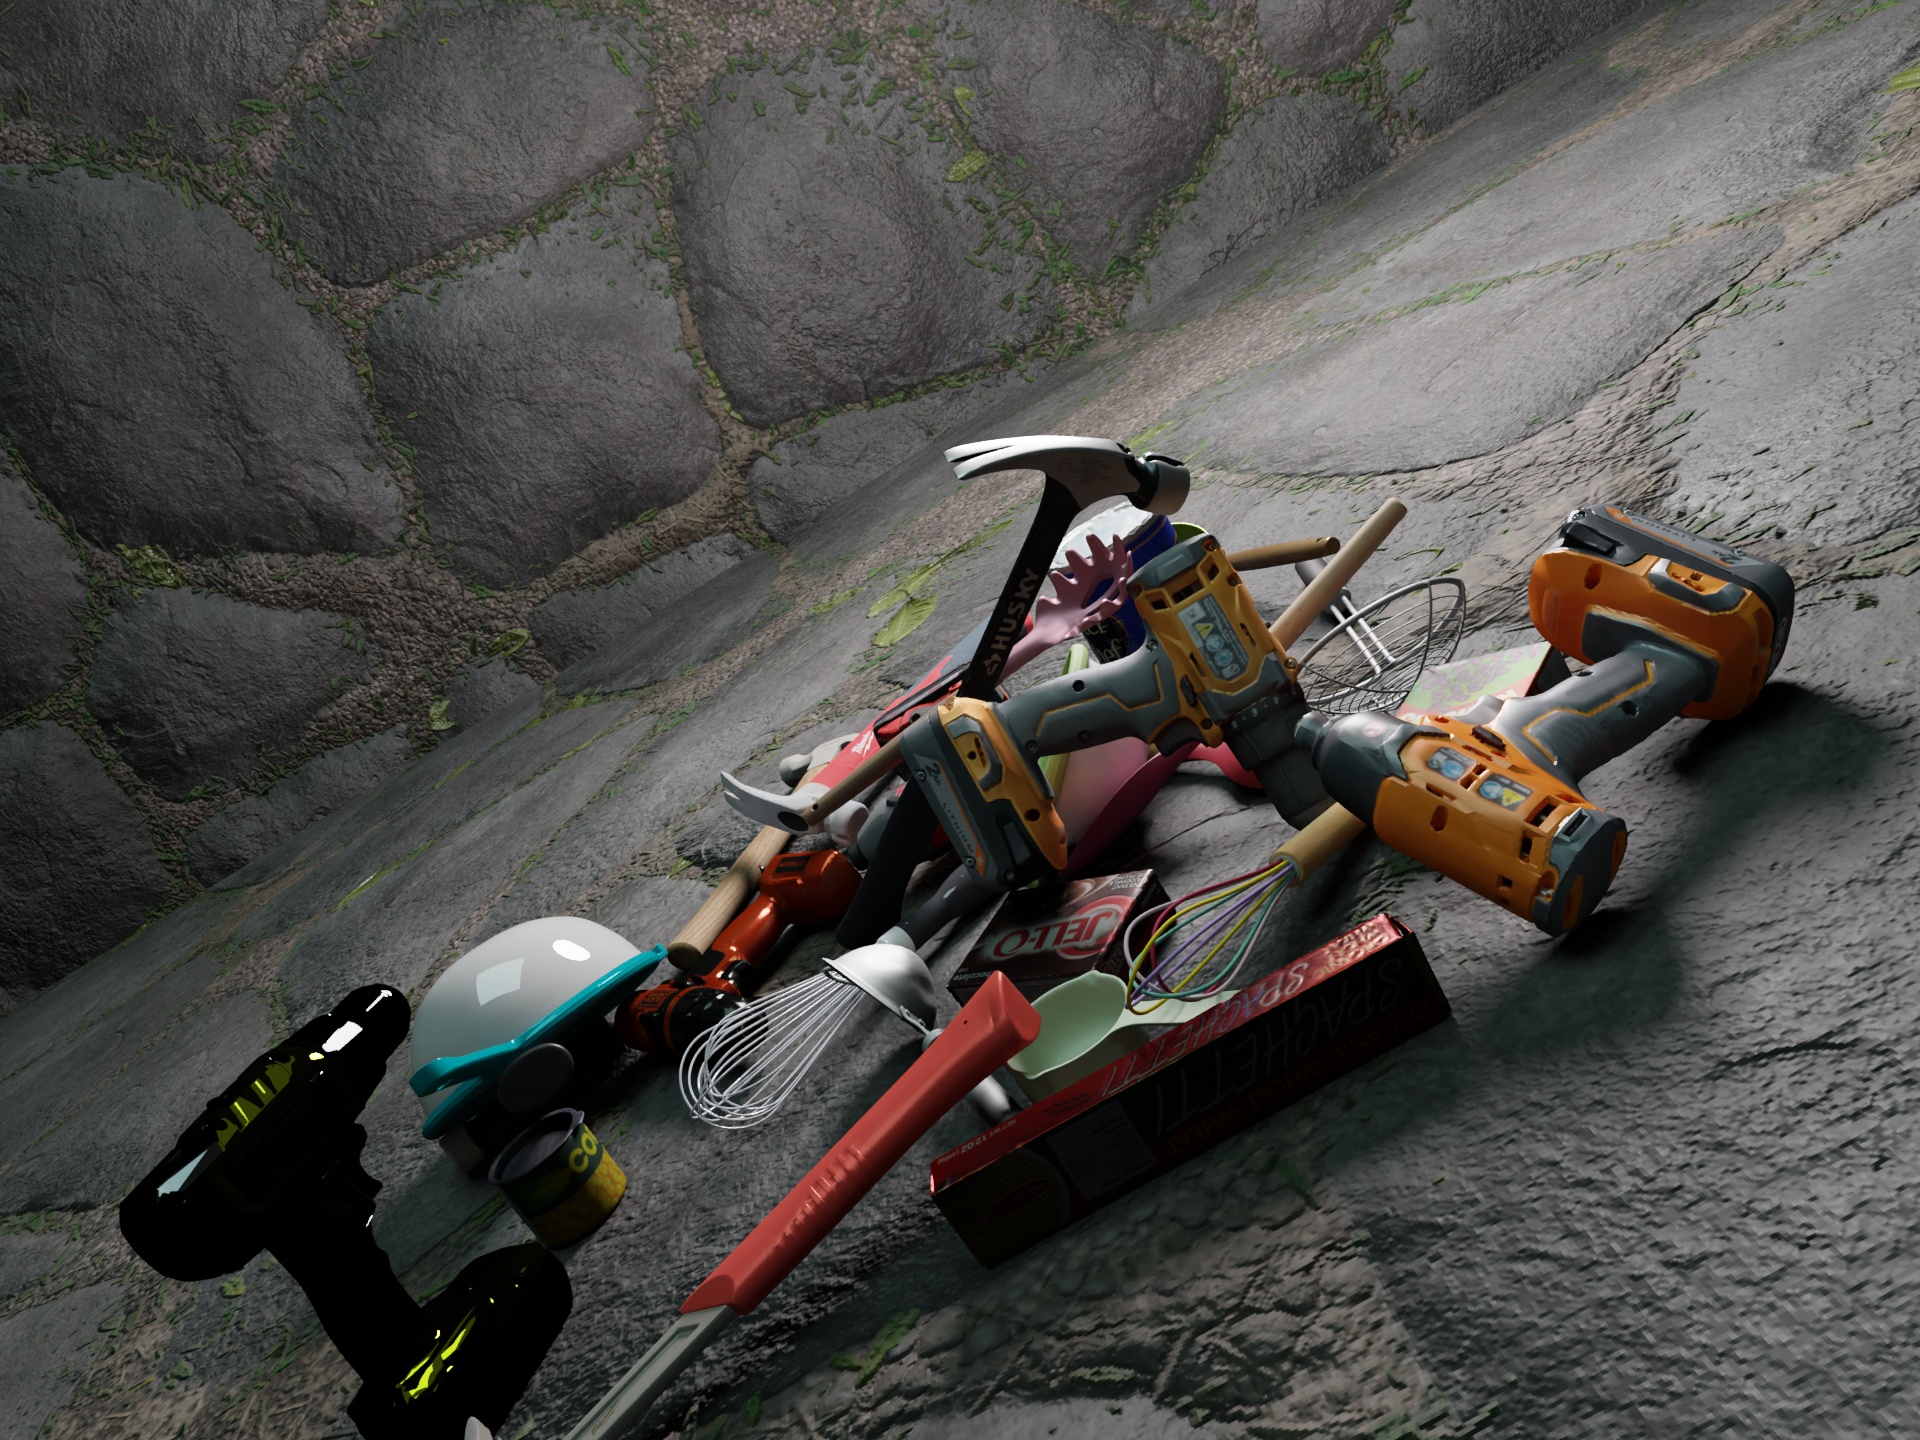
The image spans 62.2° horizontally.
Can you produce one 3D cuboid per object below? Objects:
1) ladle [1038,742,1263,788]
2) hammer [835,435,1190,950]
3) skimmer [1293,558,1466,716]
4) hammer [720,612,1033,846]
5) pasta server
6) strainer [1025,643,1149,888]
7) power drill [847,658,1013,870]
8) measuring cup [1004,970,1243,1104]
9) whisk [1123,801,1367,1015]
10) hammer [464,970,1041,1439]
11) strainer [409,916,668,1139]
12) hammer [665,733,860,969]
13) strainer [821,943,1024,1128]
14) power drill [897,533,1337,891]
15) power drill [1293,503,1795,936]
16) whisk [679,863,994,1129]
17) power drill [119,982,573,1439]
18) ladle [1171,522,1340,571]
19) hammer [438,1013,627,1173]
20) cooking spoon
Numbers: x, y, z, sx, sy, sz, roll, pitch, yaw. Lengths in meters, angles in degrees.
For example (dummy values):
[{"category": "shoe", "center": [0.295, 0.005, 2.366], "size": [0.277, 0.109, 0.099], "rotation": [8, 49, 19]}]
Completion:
[{"category": "ladle", "center": [0.141, 0.023, 1.122], "size": [0.069, 0.031, 0.315], "rotation": [-44, 19, -26]}, {"category": "hammer", "center": [-0.002, -0.003, 1.024], "size": [0.408, 0.149, 0.036], "rotation": [-65, 31, 30]}, {"category": "skimmer", "center": [0.261, -0.090, 1.110], "size": [0.127, 0.090, 0.363], "rotation": [-35, 16, 12]}, {"category": "hammer", "center": [-0.056, -0.016, 1.476], "size": [0.143, 0.038, 0.386], "rotation": [15, 38, 28]}, {"category": "pasta server", "center": [0.003, -0.022, 1.166], "size": [0.316, 0.040, 0.060], "rotation": [-38, 50, 11]}, {"category": "strainer", "center": [0.097, 0.007, 1.130], "size": [0.069, 0.151, 0.256], "rotation": [14, 25, 2]}, {"category": "power drill", "center": [-0.017, 0.041, 1.238], "size": [0.143, 0.078, 0.220], "rotation": [-33, 15, 13]}, {"category": "measuring cup", "center": [0.097, 0.161, 0.802], "size": [0.167, 0.038, 0.083], "rotation": [-15, 24, 37]}, {"category": "whisk", "center": [0.159, 0.084, 0.825], "size": [0.051, 0.047, 0.245], "rotation": [-9, 15, 46]}, {"category": "hammer", "center": [-0.098, 0.262, 0.792], "size": [0.359, 0.036, 0.149], "rotation": [-44, 20, -13]}, {"category": "strainer", "center": [-0.339, 0.206, 1.133], "size": [0.211, 0.095, 0.340], "rotation": [-39, -6, -2]}, {"category": "hammer", "center": [-0.167, 0.107, 1.413], "size": [0.130, 0.031, 0.331], "rotation": [-22, 20, 32]}, {"category": "strainer", "center": [-0.013, 0.179, 0.896], "size": [0.050, 0.086, 0.259], "rotation": [-51, 31, -3]}, {"category": "power drill", "center": [0.100, 0.021, 0.946], "size": [0.226, 0.185, 0.084], "rotation": [-31, -7, 9]}, {"category": "power drill", "center": [0.284, -0.011, 0.786], "size": [0.226, 0.084, 0.164], "rotation": [-40, 49, -24]}, {"category": "whisk", "center": [-0.065, 0.166, 1.040], "size": [0.284, 0.070, 0.070], "rotation": [-37, 17, -29]}, {"category": "power drill", "center": [-0.321, 0.275, 0.880], "size": [0.080, 0.228, 0.191], "rotation": [-22, 20, 29]}, {"category": "ladle", "center": [0.223, -0.140, 1.305], "size": [0.078, 0.062, 0.320], "rotation": [-39, 10, -11]}, {"category": "hammer", "center": [-0.279, 0.240, 1.055], "size": [0.146, 0.035, 0.334], "rotation": [-37, -3, -23]}, {"category": "cooking spoon", "center": [0.169, -0.015, 1.007], "size": [0.319, 0.017, 0.068], "rotation": [-50, -18, 12]}]
